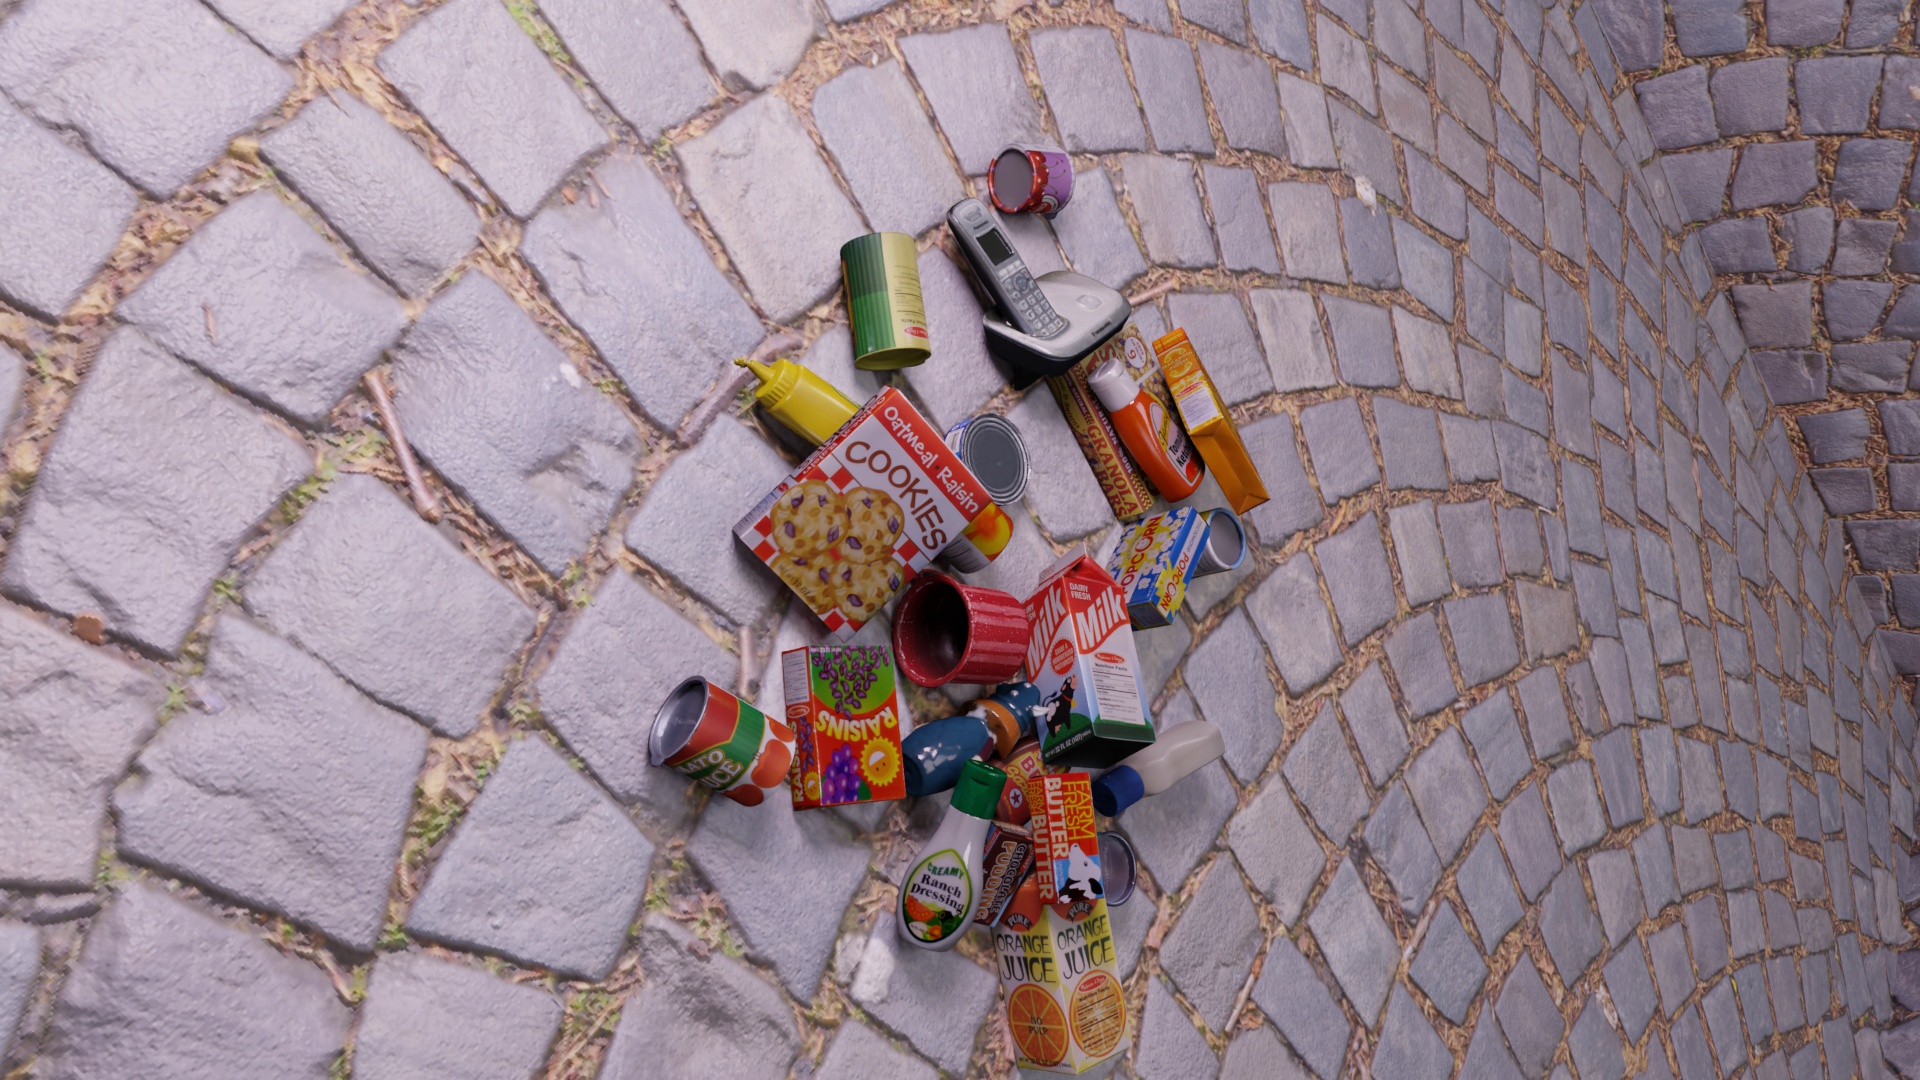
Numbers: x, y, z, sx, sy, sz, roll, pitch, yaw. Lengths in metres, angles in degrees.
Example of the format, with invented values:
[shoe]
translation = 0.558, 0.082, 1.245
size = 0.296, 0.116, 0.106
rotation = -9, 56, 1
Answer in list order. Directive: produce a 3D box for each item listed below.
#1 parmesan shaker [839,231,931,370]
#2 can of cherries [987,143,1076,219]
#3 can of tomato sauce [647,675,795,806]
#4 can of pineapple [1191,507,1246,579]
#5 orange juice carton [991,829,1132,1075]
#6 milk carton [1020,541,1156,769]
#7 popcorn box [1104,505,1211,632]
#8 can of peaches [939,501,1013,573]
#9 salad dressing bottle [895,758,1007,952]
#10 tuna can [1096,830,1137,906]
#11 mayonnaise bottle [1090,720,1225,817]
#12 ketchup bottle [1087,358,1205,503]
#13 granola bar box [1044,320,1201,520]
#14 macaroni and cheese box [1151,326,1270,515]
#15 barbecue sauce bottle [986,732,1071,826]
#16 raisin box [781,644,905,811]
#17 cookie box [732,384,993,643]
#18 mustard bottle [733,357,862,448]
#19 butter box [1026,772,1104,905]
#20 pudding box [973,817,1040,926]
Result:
[parmesan shaker]
translation = -0.063, -0.203, 1.189
size = 0.071, 0.071, 0.103
rotation = -1, 79, -43
[can of cherries]
translation = 0.069, -0.348, 1.347
size = 0.058, 0.071, 0.071
rotation = -11, 87, -43
[can of tomato sauce]
translation = -0.171, 0.146, 0.995
size = 0.083, 0.071, 0.071
rotation = 36, 57, -31
[can of pineapple]
translation = 0.252, 0.002, 1.427
size = 0.071, 0.057, 0.071
rotation = 13, 70, -40
[orange juice carton]
translation = 0.078, 0.338, 1.169
size = 0.073, 0.071, 0.192
rotation = -6, 83, -43
[milk carton]
translation = 0.105, 0.099, 1.227
size = 0.073, 0.072, 0.191
rotation = 12, 56, -34
[popcorn box]
translation = 0.181, 0.029, 1.336
size = 0.038, 0.085, 0.127
rotation = 48, 51, -24
[can of peaches]
translation = 0.004, -0.015, 1.198
size = 0.058, 0.071, 0.071
rotation = 44, 53, -26
[salad dressing bottle]
translation = -0.005, 0.248, 1.097
size = 0.044, 0.064, 0.147
rotation = 22, 88, -81
[tuna can]
translation = 0.124, 0.295, 1.248
size = 0.071, 0.032, 0.071
rotation = 13, 70, -40
[mayonnaise bottle]
translation = 0.182, 0.214, 1.306
size = 0.149, 0.064, 0.041
rotation = -22, 98, -39
[ketchup bottle]
translation = 0.179, -0.108, 1.344
size = 0.148, 0.043, 0.065
rotation = 50, 41, -20
[granola bar box]
translation = 0.167, -0.122, 1.395
size = 0.125, 0.039, 0.165
rotation = -39, 105, -41
[macaroni and cheese box]
translation = 0.250, -0.122, 1.403
size = 0.123, 0.040, 0.167
rotation = 52, 17, -36
[barbecue sauce bottle]
translation = 0.064, 0.199, 1.212
size = 0.149, 0.043, 0.064
rotation = -30, 103, -43
[raisin box]
translation = -0.092, 0.145, 1.087
size = 0.086, 0.040, 0.123
rotation = 4, 75, -43
[cookie box]
translation = -0.075, -0.022, 1.093
size = 0.167, 0.040, 0.122
rotation = -44, 112, -6
[mustard bottle]
translation = -0.114, -0.103, 1.115
size = 0.160, 0.065, 0.049
rotation = 35, 90, -28
[butter box]
translation = 0.086, 0.243, 1.134
size = 0.053, 0.024, 0.103
rotation = 4, 74, -38
[pudding box]
translation = 0.023, 0.271, 1.138
size = 0.049, 0.030, 0.083
rotation = 25, 97, -36
